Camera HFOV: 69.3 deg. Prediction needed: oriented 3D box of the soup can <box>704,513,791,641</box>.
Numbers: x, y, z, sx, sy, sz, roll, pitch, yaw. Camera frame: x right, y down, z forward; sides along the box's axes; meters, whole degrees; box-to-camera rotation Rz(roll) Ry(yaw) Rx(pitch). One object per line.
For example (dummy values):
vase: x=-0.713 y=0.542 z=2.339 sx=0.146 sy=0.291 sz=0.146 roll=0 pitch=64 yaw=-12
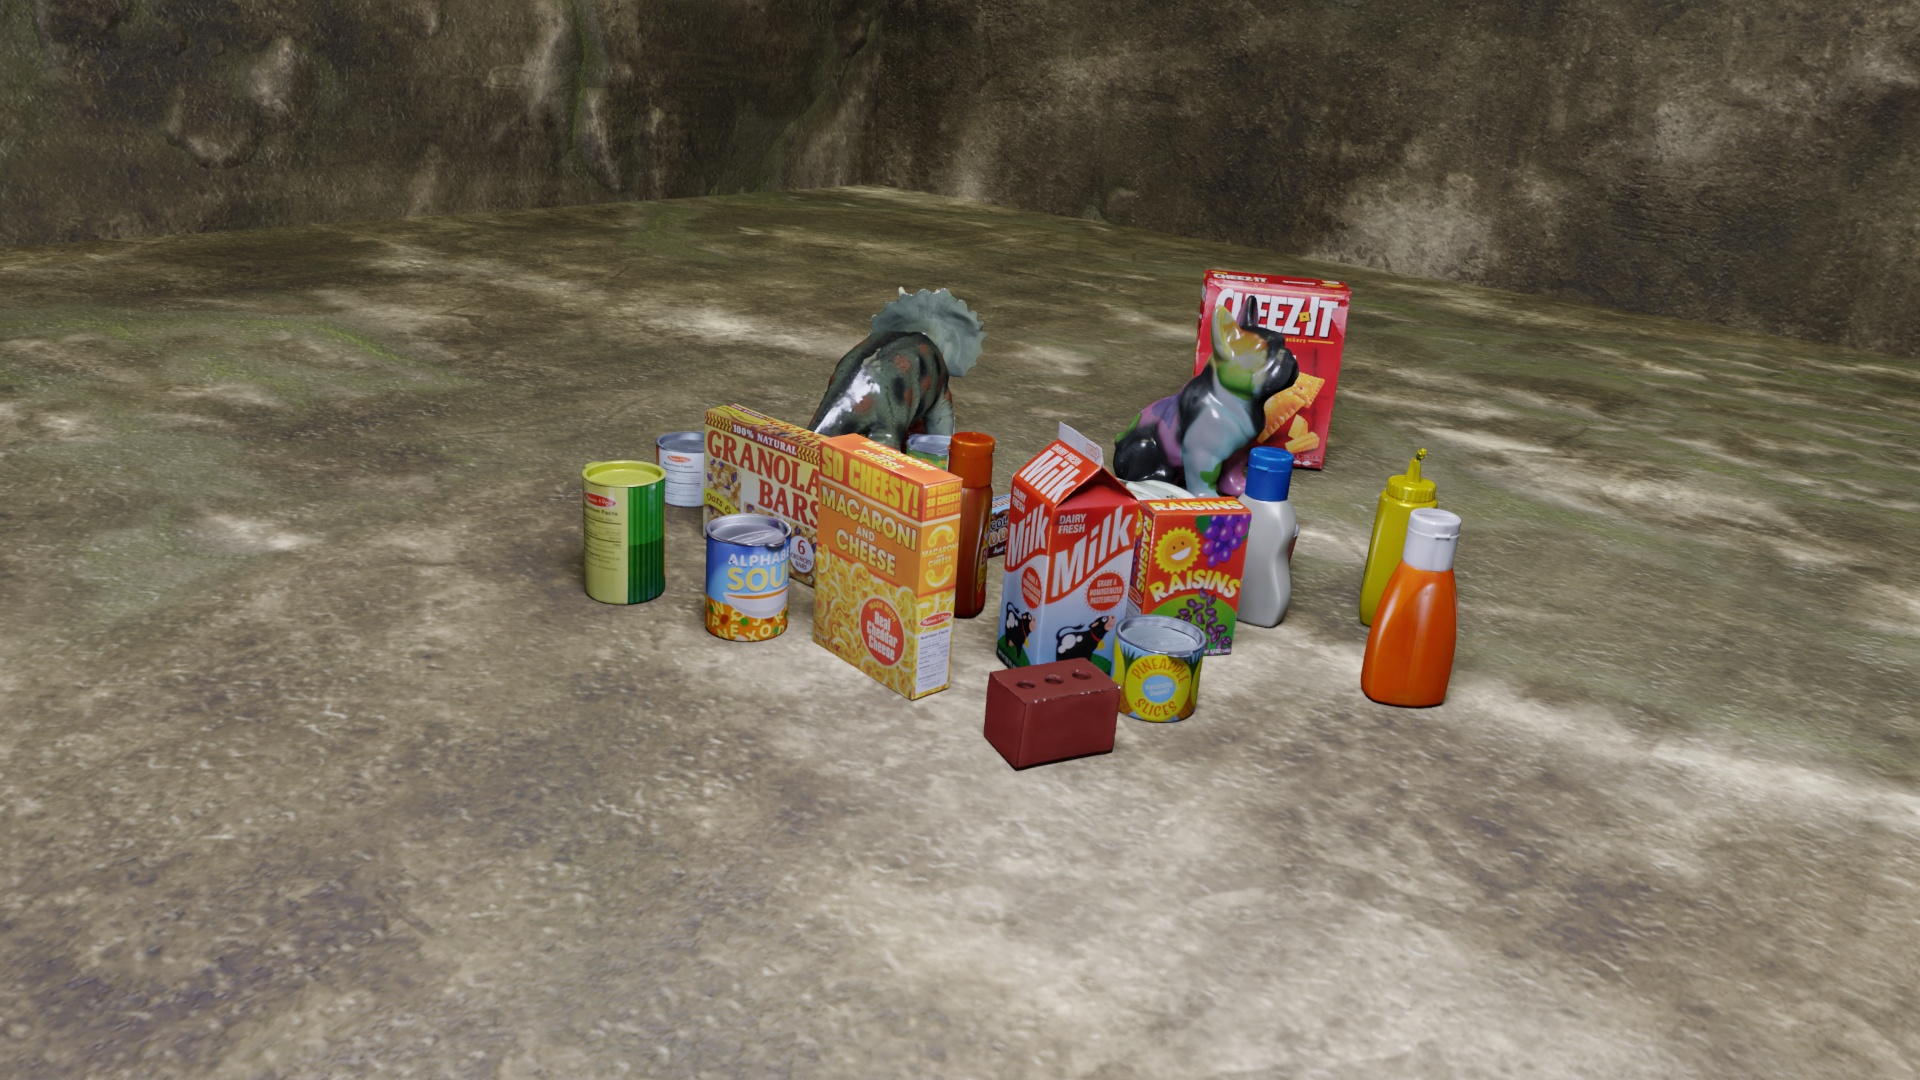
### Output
soup can: x=-0.165 y=0.030 z=1.089 sx=0.071 sy=0.083 sz=0.071 roll=4 pitch=20 yaw=-1

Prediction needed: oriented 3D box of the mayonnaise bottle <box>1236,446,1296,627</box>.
mayonnaise bottle: x=0.253 y=-0.004 z=1.172 sx=0.065 sy=0.147 sz=0.041 roll=18 pitch=24 yaw=32

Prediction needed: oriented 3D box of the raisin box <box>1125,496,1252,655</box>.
raisin box: x=0.179 y=0.029 z=1.104 sx=0.086 sy=0.123 sz=0.040 roll=-1 pitch=21 yaw=-15

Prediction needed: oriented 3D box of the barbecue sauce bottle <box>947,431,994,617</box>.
barbecue sauce bottle: x=0.004 y=-0.014 z=1.149 sx=0.044 sy=0.148 sz=0.065 roll=5 pitch=20 yaw=3

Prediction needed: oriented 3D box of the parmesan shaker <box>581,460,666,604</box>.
parmesan shaker: x=-0.277 y=-0.008 z=1.138 sx=0.071 sy=0.102 sz=0.071 roll=4 pitch=20 yaw=-1

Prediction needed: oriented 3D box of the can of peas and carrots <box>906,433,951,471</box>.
can of peas and carrots: x=-0.026 y=-0.072 z=1.422 sx=0.071 sy=0.058 sz=0.071 roll=4 pitch=20 yaw=-1

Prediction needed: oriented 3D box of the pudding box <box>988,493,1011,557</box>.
pudding box: x=0.029 y=-0.013 z=1.288 sx=0.084 sy=0.049 sz=0.030 roll=-13 pitch=26 yaw=-38

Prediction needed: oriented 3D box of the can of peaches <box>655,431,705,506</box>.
can of peaches: x=-0.266 y=-0.071 z=1.371 sx=0.071 sy=0.057 sz=0.071 roll=4 pitch=20 yaw=-1

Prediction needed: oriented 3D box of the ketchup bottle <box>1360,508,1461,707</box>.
ketchup bottle: x=0.345 y=0.051 z=1.045 sx=0.065 sy=0.148 sz=0.044 roll=3 pitch=20 yaw=-4

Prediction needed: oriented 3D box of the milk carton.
milk carton: x=0.080 y=0.012 z=1.036 sx=0.073 sy=0.189 sz=0.072 roll=-4 pitch=22 yaw=-23

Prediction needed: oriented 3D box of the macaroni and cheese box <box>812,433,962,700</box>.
macaroni and cheese box: x=-0.056 y=0.017 z=1.028 sx=0.040 sy=0.165 sz=0.124 roll=-14 pitch=27 yaw=-40

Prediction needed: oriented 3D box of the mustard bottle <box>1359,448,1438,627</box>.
mustard bottle: x=0.375 y=-0.004 z=1.180 sx=0.049 sy=0.159 sz=0.065 roll=14 pitch=22 yaw=24

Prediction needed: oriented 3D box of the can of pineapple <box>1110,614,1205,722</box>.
can of pineapple: x=0.143 y=0.094 z=1.018 sx=0.071 sy=0.057 sz=0.071 roll=4 pitch=20 yaw=-1

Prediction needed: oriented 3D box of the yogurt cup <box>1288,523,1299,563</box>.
yogurt cup: x=0.274 y=0.008 z=1.277 sx=0.072 sy=0.053 sz=0.072 roll=4 pitch=20 yaw=-1

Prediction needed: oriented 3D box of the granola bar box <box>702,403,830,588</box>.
granola bar box: x=-0.159 y=-0.040 z=1.217 sx=0.166 sy=0.123 sz=0.039 roll=21 pitch=26 yaw=38
